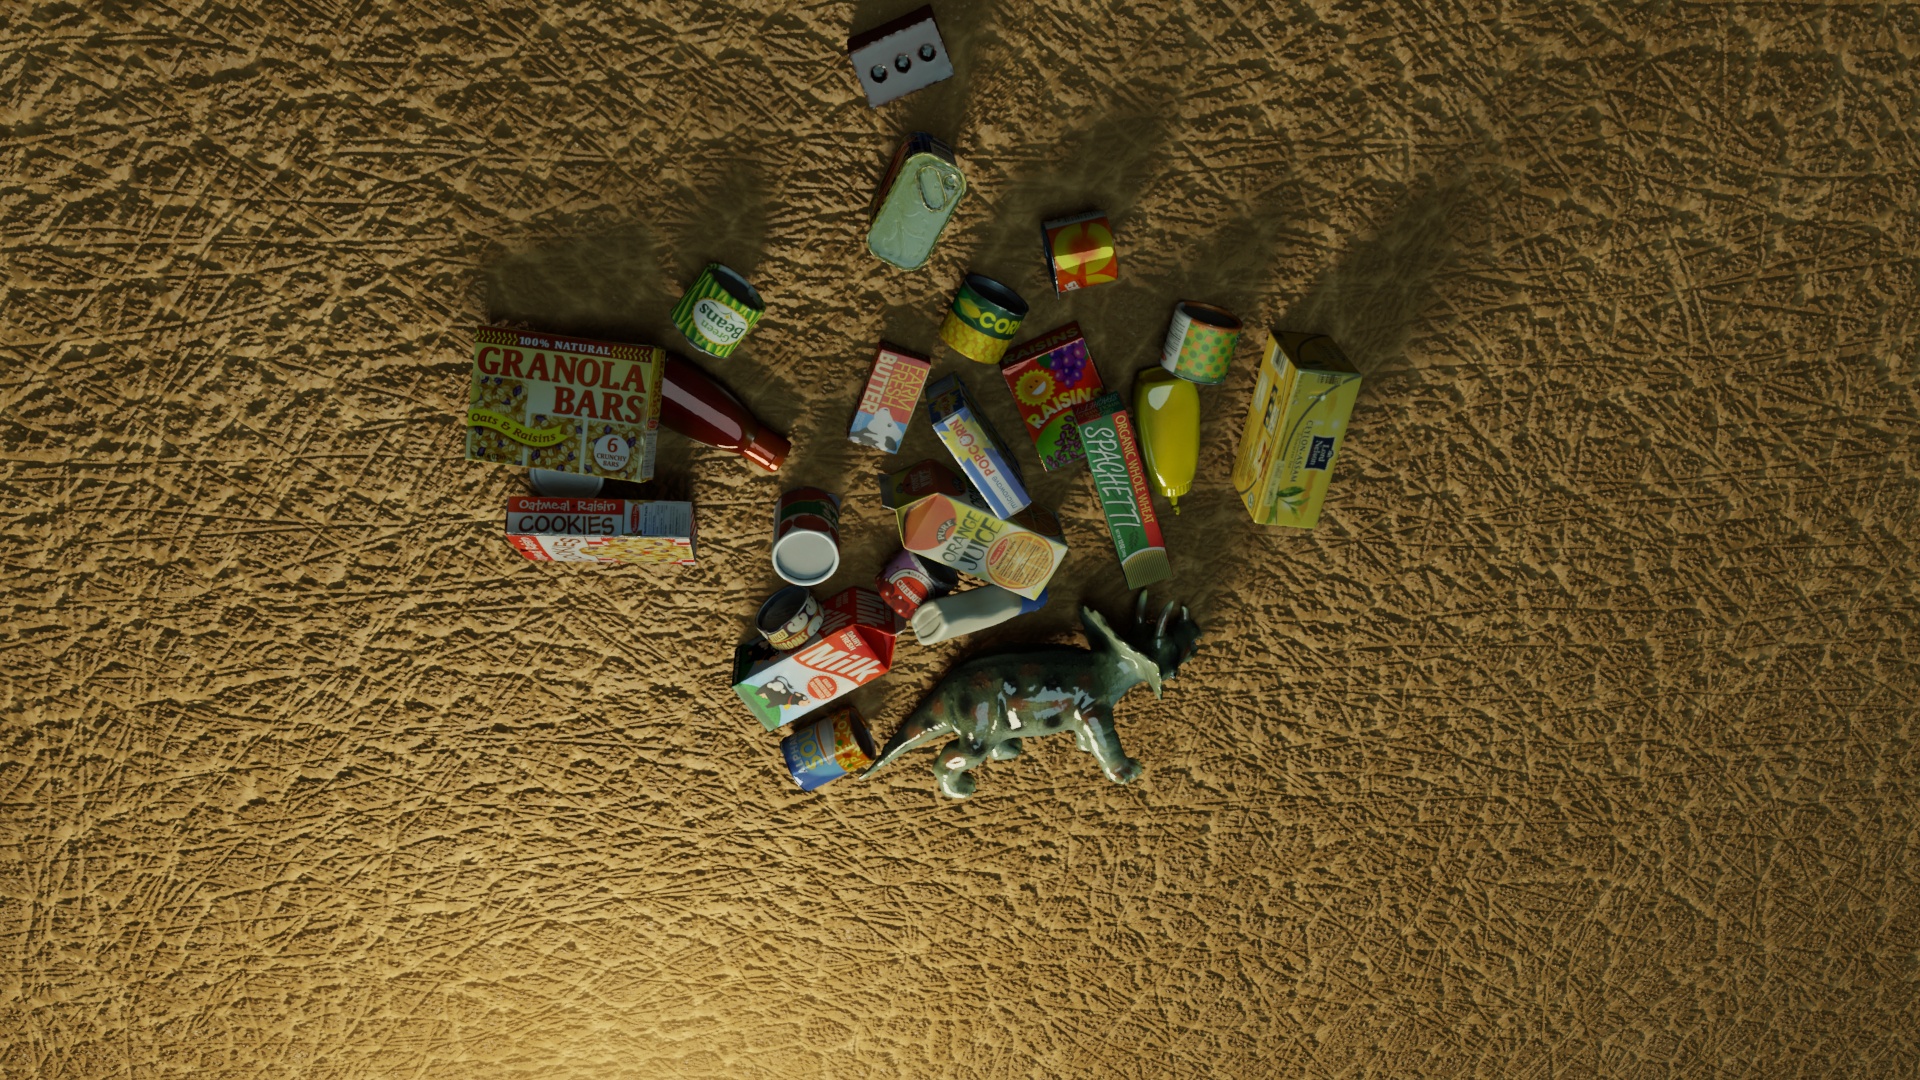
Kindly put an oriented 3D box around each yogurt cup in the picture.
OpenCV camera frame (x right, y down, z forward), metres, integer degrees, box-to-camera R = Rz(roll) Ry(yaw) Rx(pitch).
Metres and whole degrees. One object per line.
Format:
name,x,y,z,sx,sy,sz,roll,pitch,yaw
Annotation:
yogurt cup,-0.372,-0.074,1.325,0.072,0.054,0.072,-3,121,-5

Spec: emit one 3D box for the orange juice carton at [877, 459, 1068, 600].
orange juice carton,0.005,-0.017,1.391,0.193,0.072,0.072,22,116,-18

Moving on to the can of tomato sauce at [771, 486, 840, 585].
can of tomato sauce,-0.151,-0.005,1.374,0.071,0.083,0.070,-3,121,-4

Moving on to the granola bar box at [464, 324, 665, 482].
granola bar box,-0.359,-0.124,1.260,0.166,0.039,0.124,7,95,3

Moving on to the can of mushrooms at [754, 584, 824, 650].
can of mushrooms,-0.176,0.081,1.430,0.071,0.071,0.033,-27,122,10

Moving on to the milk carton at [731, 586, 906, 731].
milk carton,-0.140,0.116,1.454,0.190,0.073,0.073,-28,120,10

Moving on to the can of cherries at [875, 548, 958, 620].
can of cherries,-0.045,0.041,1.421,0.071,0.072,0.058,36,111,-24

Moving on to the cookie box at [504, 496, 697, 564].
cookie box,-0.341,-0.007,1.333,0.168,0.122,0.040,2,78,-8

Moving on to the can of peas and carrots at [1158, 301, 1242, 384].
can of peas and carrots,0.230,-0.188,1.319,0.071,0.071,0.058,8,119,-11

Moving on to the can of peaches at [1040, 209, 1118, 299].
can of peaches,0.108,-0.260,1.260,0.058,0.071,0.071,-14,121,1

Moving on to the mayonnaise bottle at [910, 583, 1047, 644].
mayonnaise bottle,0.024,0.068,1.423,0.148,0.041,0.064,-14,163,-38

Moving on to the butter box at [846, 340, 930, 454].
butter box,-0.069,-0.138,1.339,0.053,0.024,0.103,15,118,-15

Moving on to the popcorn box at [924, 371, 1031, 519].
popcorn box,0.017,-0.091,1.341,0.038,0.085,0.126,-31,119,11

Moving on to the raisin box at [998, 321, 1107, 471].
raisin box,0.098,-0.139,1.349,0.086,0.040,0.123,-22,122,8

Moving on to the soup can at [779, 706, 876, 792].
soup can,-0.145,0.227,1.524,0.084,0.072,0.071,-27,120,9

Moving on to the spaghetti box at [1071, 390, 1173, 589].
spaghetti box,0.164,-0.044,1.387,0.050,0.029,0.249,-19,134,4

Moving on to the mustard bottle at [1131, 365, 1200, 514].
mustard bottle,0.207,-0.095,1.381,0.065,0.049,0.159,-9,122,0

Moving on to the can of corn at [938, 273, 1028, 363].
can of corn,0.022,-0.203,1.283,0.071,0.071,0.058,21,117,-18

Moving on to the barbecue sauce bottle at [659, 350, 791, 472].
barbecue sauce bottle,-0.232,-0.116,1.322,0.148,0.044,0.064,32,108,-23

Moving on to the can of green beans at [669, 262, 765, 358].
can of green beans,-0.219,-0.208,1.255,0.071,0.071,0.057,35,111,-23
